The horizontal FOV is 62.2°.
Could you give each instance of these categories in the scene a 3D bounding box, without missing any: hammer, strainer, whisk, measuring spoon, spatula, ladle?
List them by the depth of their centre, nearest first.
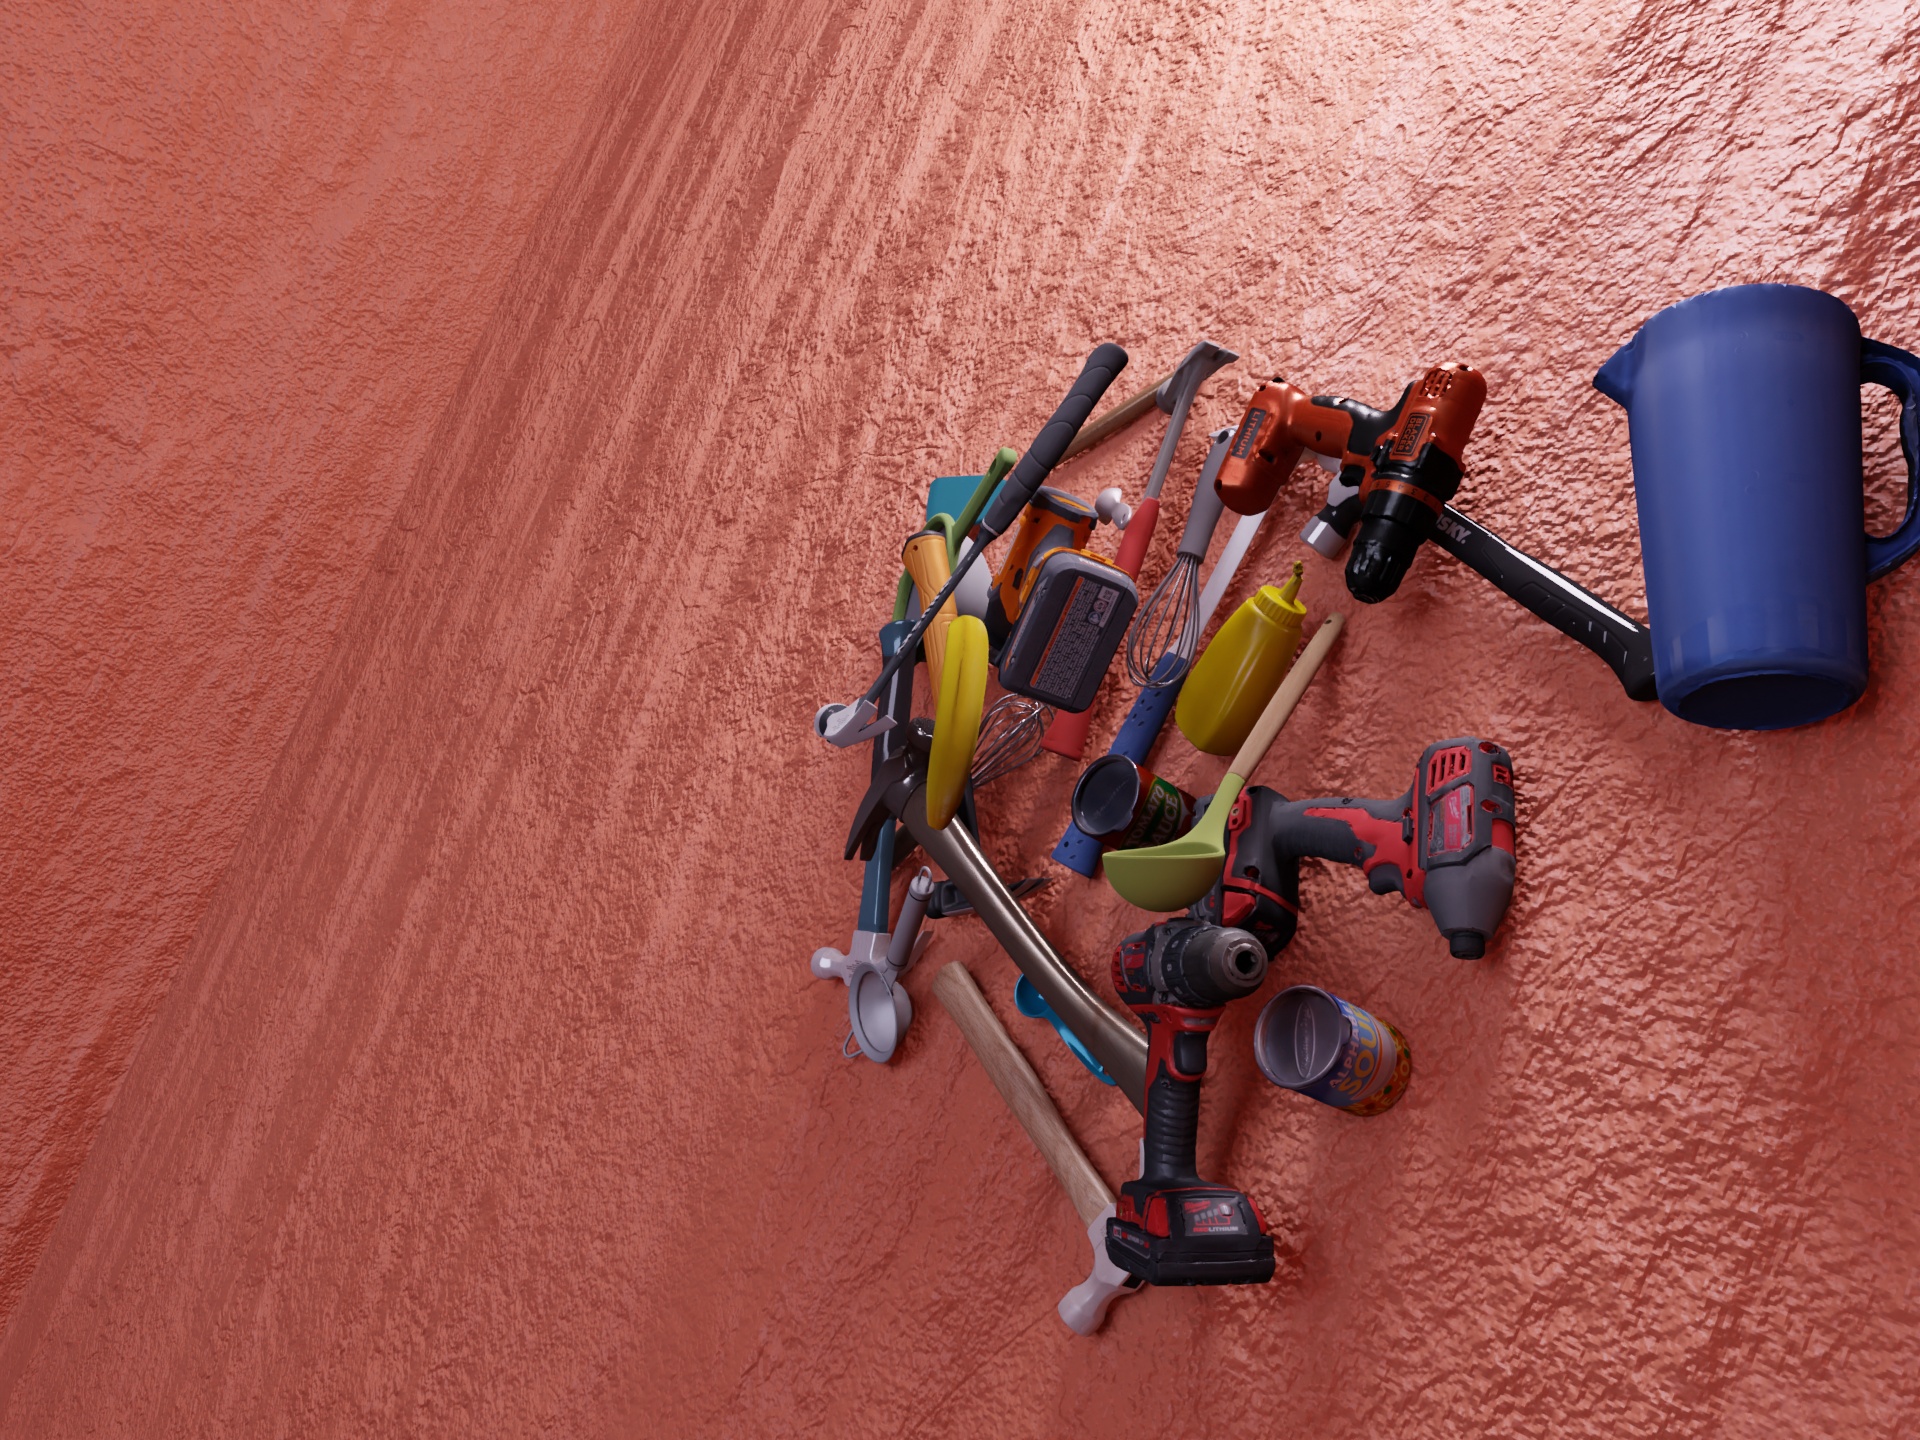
[{"bbox_3d":[0.377,-0.114,1.100,0.146,0.035,0.335,-53,39,12],"label":"hammer"},{"bbox_3d":[0.197,0.015,1.102,0.078,0.062,0.320,-3,37,44],"label":"ladle"},{"bbox_3d":[0.057,0.295,1.214,0.130,0.031,0.332,-53,39,11],"label":"hammer"},{"bbox_3d":[0.088,0.239,1.231,0.042,0.021,0.129,-54,48,9],"label":"measuring spoon"},{"bbox_3d":[0.041,0.173,1.246,0.411,0.038,0.146,48,118,39],"label":"hammer"},{"bbox_3d":[0.184,-0.131,1.262,0.055,0.055,0.239,0,64,49],"label":"whisk"},{"bbox_3d":[0.179,-0.062,1.290,0.144,0.035,0.405,27,89,52],"label":"hammer"},{"bbox_3d":[0.016,-0.147,1.317,0.409,0.036,0.149,-55,14,-8],"label":"hammer"},{"bbox_3d":[-0.052,0.203,1.319,0.087,0.050,0.258,60,148,34],"label":"strainer"},{"bbox_3d":[0.146,-0.139,1.339,0.149,0.036,0.359,164,126,-82],"label":"hammer"},{"bbox_3d":[0.129,-0.179,1.355,0.124,0.018,0.034,-99,31,-76],"label":"measuring spoon"},{"bbox_3d":[-0.002,-0.004,1.369,0.127,0.034,0.337,-19,74,40],"label":"hammer"},{"bbox_3d":[-0.005,0.065,1.419,0.246,0.059,0.058,-46,4,25],"label":"whisk"},{"bbox_3d":[-0.069,0.074,1.426,0.128,0.033,0.331,1,85,46],"label":"hammer"},{"bbox_3d":[0.012,-0.147,1.464,0.256,0.069,0.152,124,154,-42],"label":"strainer"},{"bbox_3d":[0.097,-0.262,1.499,0.317,0.044,0.082,-29,42,34],"label":"spatula"}]

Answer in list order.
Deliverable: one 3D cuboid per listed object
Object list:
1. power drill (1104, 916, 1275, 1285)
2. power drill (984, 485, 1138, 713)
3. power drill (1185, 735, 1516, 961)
[{"bbox_3d":[0.150,0.238,1.014,0.188,0.080,0.227,139,132,-74],"label":"power drill"},{"bbox_3d":[0.069,-0.090,1.313,0.227,0.084,0.164,-103,35,-67],"label":"power drill"},{"bbox_3d":[0.264,0.099,1.068,0.220,0.078,0.143,-15,57,39],"label":"power drill"}]
